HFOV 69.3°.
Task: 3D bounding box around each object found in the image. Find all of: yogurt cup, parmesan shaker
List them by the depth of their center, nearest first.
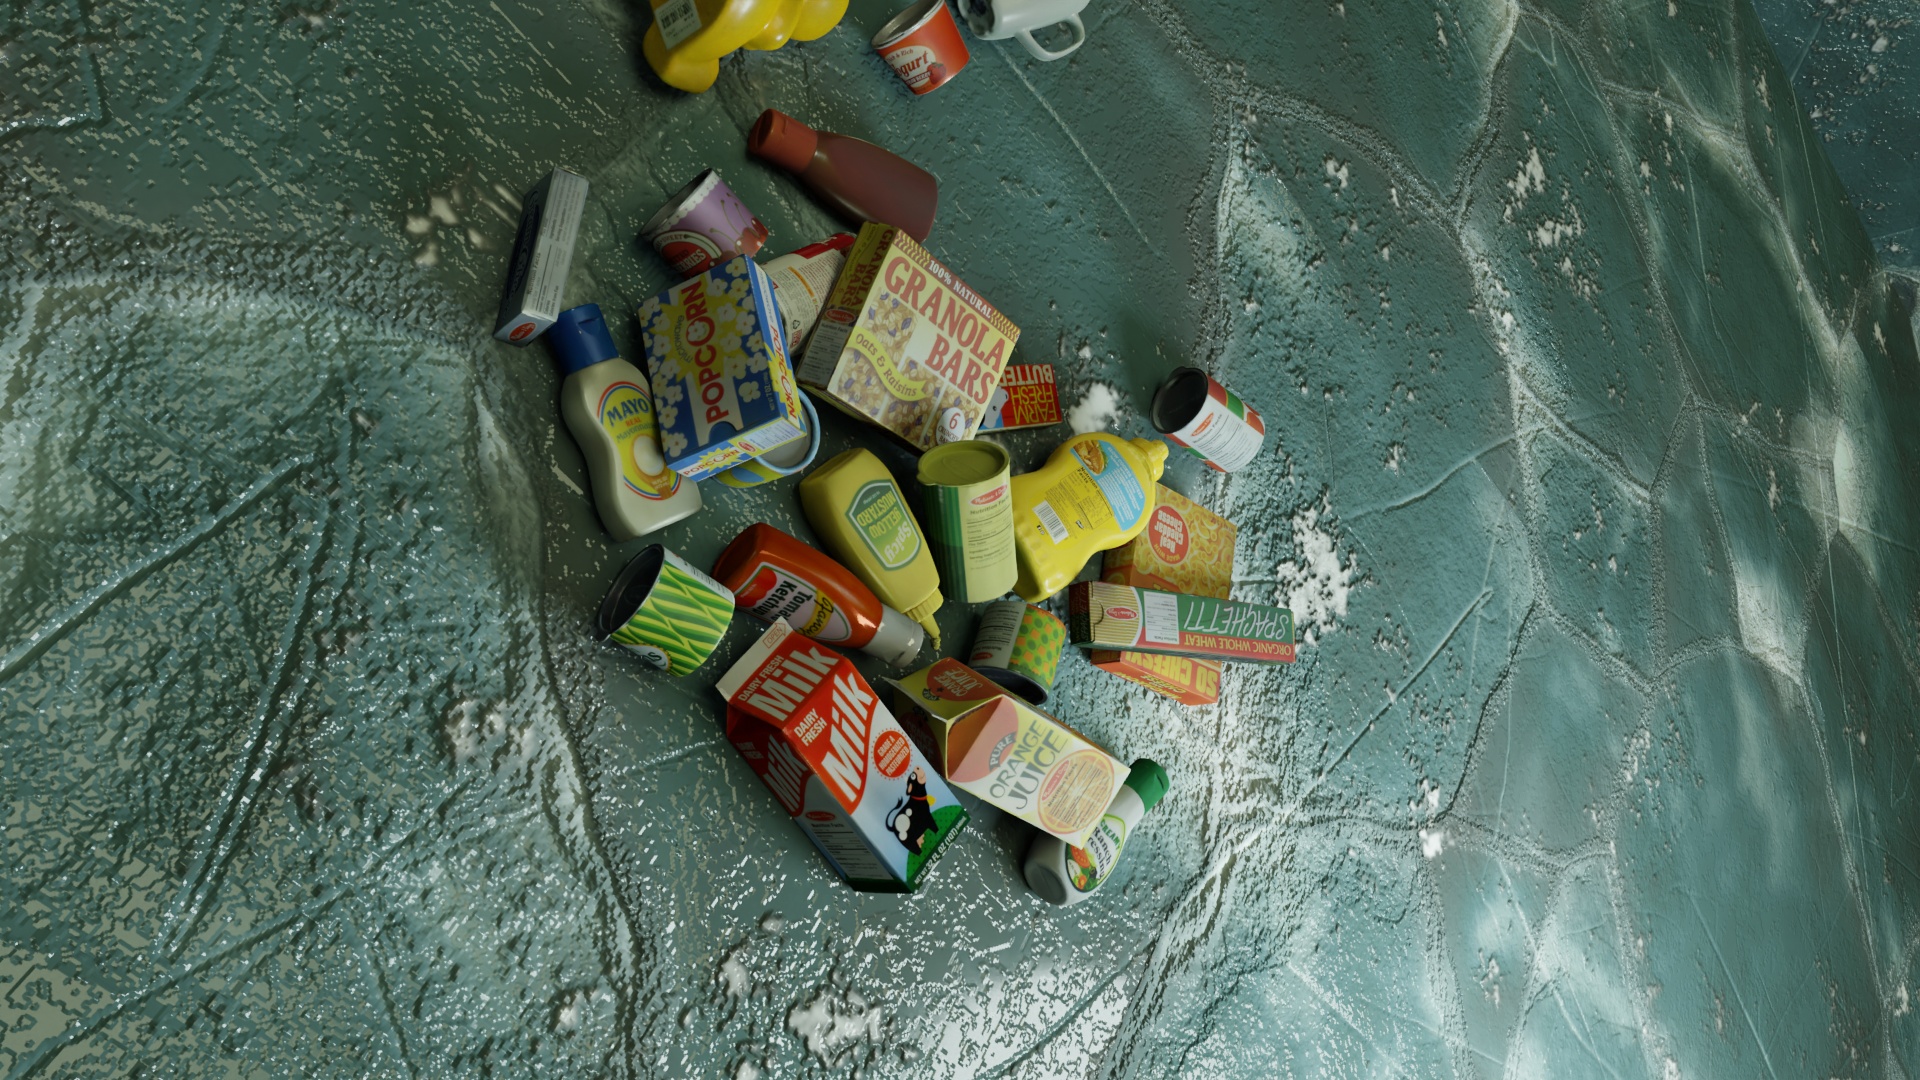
[{"bbox_3d":[0.004,-0.013,1.022,0.071,0.071,0.102,-36,133,-39],"label":"parmesan shaker"},{"bbox_3d":[-0.029,-0.393,1.105,0.053,0.072,0.073,52,53,-29],"label":"yogurt cup"}]

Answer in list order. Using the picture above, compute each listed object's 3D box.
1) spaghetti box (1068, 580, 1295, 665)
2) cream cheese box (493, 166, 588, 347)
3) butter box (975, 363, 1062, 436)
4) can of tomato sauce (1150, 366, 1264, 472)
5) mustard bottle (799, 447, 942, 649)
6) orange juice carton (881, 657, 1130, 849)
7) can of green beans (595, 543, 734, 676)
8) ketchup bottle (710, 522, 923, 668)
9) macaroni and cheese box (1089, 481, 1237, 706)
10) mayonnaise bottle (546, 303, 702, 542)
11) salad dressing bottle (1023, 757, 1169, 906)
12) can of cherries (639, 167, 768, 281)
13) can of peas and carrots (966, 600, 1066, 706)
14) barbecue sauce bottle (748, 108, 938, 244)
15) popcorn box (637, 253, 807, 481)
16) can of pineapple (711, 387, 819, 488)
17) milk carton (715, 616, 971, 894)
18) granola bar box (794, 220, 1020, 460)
[{"bbox_3d":[0.189,0.072,1.152,0.250,0.028,0.050,9,75,-38],"label":"spaghetti box"},{"bbox_3d":[-0.262,-0.177,0.868,0.024,0.053,0.104,19,69,-34],"label":"cream cheese box"},{"bbox_3d":[0.035,-0.114,1.122,0.104,0.024,0.053,-10,88,-40],"label":"butter box"},{"bbox_3d":[0.223,-0.109,1.252,0.083,0.071,0.071,29,63,-33],"label":"can of tomato sauce"},{"bbox_3d":[-0.052,0.012,1.005,0.065,0.048,0.160,-41,107,-32],"label":"mustard bottle"},{"bbox_3d":[0.027,0.147,1.001,0.192,0.072,0.073,34,88,-36],"label":"orange juice carton"},{"bbox_3d":[-0.185,0.045,0.875,0.057,0.071,0.071,38,59,-29],"label":"can of green beans"},{"bbox_3d":[-0.093,0.042,0.950,0.148,0.064,0.044,29,38,-29],"label":"ketchup bottle"},{"bbox_3d":[0.177,0.045,1.195,0.123,0.040,0.167,25,65,-33],"label":"macaroni and cheese box"},{"bbox_3d":[-0.221,-0.076,0.888,0.065,0.041,0.148,-28,99,-42],"label":"mayonnaise bottle"},{"bbox_3d":[0.111,0.227,1.098,0.148,0.044,0.064,-36,105,-39],"label":"salad dressing bottle"},{"bbox_3d":[-0.174,-0.206,0.940,0.058,0.071,0.072,47,55,-24],"label":"can of cherries"},{"bbox_3d":[0.044,0.087,1.058,0.071,0.071,0.059,34,60,-30],"label":"can of peas and carrots"},{"bbox_3d":[-0.087,-0.275,1.043,0.148,0.043,0.065,20,68,-35],"label":"barbecue sauce bottle"},{"bbox_3d":[-0.155,-0.112,0.895,0.038,0.085,0.127,41,31,-62],"label":"popcorn box"},{"bbox_3d":[-0.136,-0.072,0.945,0.071,0.057,0.071,10,75,-41],"label":"can of pineapple"},{"bbox_3d":[-0.085,0.145,0.932,0.190,0.073,0.073,54,52,-17],"label":"milk carton"},{"bbox_3d":[-0.035,-0.136,1.004,0.165,0.039,0.124,30,82,-53],"label":"granola bar box"}]
